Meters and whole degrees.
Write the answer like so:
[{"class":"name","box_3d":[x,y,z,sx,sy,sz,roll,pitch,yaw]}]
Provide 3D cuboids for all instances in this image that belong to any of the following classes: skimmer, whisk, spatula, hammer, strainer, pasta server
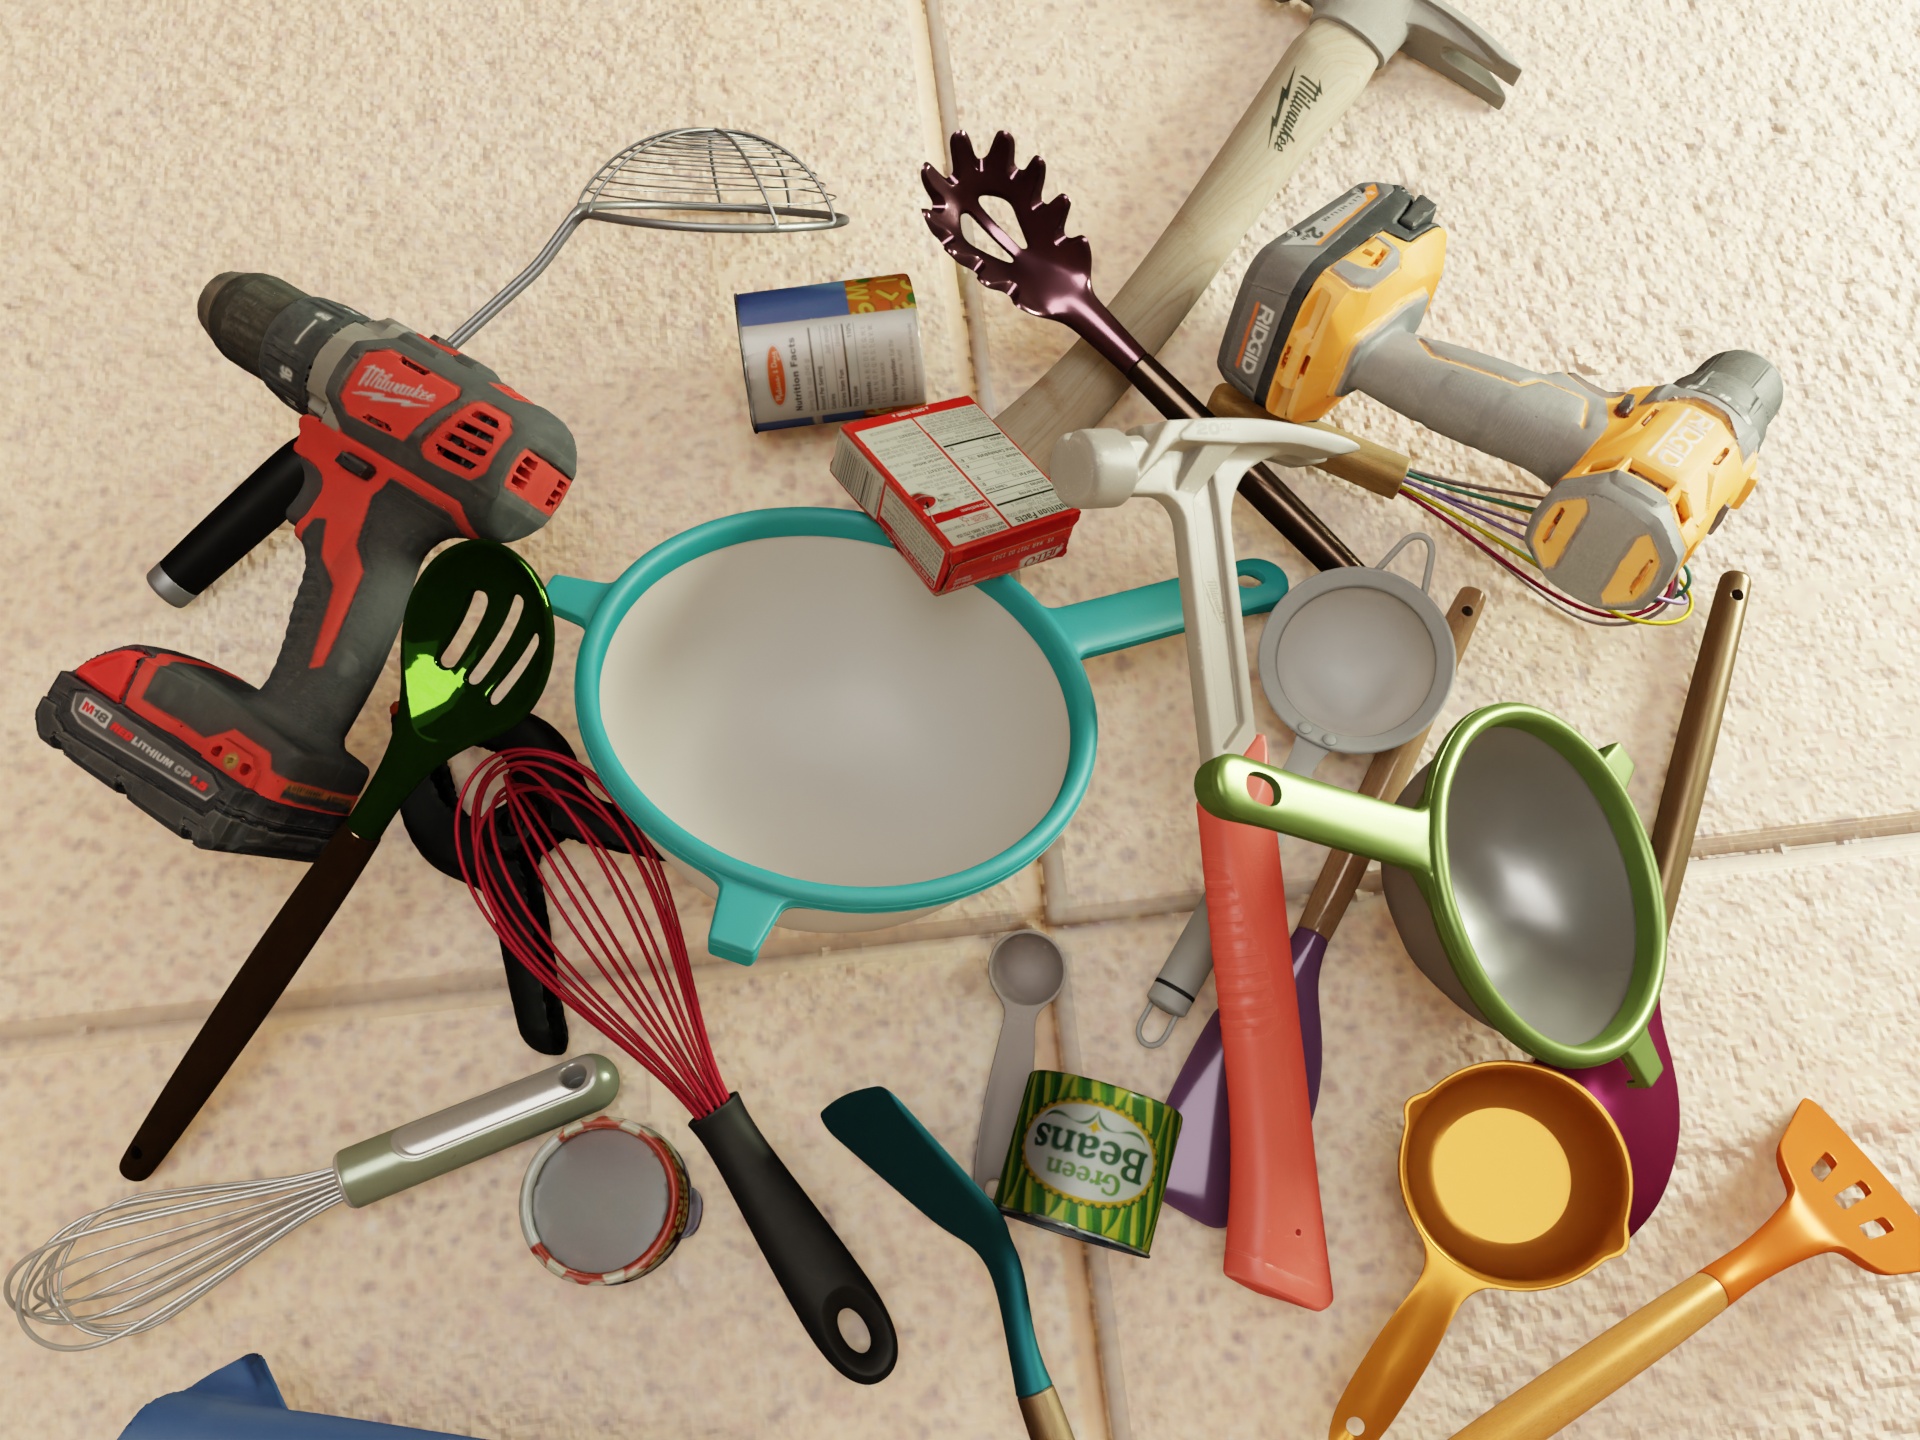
[{"class":"skimmer","box_3d":[-0.217,-0.159,0.758,0.363,0.127,0.090,-41,120,-2]},{"class":"whisk","box_3d":[-0.109,0.139,0.637,0.073,0.073,0.296,-32,90,-11]},{"class":"spatula","box_3d":[0.256,0.225,0.586,0.322,0.041,0.081,-18,58,-26]},{"class":"hammer","box_3d":[0.122,0.056,0.653,0.149,0.037,0.359,-6,88,-33]},{"class":"strainer","box_3d":[0.180,0.059,0.644,0.256,0.069,0.152,17,65,-29]},{"class":"spatula","box_3d":[0.028,0.290,0.616,0.044,0.082,0.318,-14,76,-29]},{"class":"whisk","box_3d":[0.230,-0.104,0.754,0.245,0.051,0.047,26,79,11]},{"class":"strainer","box_3d":[-0.001,-0.002,0.699,0.340,0.095,0.211,-16,56,-28]},{"class":"spatula","box_3d":[0.169,0.074,0.705,0.060,0.018,0.316,27,74,5]},{"class":"whisk","box_3d":[-0.258,0.189,0.647,0.246,0.059,0.058,-20,45,-12]},{"class":"pasta server","box_3d":[0.102,-0.148,0.738,0.316,0.040,0.060,45,89,0]},{"class":"strainer","box_3d":[0.144,0.031,0.709,0.087,0.050,0.258,29,79,15]},{"class":"hammer","box_3d":[0.120,-0.227,0.796,0.146,0.038,0.411,35,75,9]}]

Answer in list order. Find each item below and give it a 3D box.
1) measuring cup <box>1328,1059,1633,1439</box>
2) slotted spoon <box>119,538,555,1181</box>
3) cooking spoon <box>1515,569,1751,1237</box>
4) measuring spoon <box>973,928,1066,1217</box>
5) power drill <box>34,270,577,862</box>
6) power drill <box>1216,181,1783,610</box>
[{"class":"measuring cup","box_3d":[0.198,0.219,0.642,0.095,0.052,0.173,32,85,20]},{"class":"slotted spoon","box_3d":[-0.255,0.063,0.639,0.070,0.031,0.313,38,99,12]},{"class":"cooking spoon","box_3d":[0.311,0.073,0.707,0.069,0.017,0.319,20,73,5]},{"class":"measuring spoon","box_3d":[0.021,0.152,0.682,0.034,0.018,0.124,10,78,-4]},{"class":"power drill","box_3d":[-0.291,-0.073,0.680,0.188,0.080,0.227,30,88,15]},{"class":"power drill","box_3d":[0.257,-0.160,0.731,0.226,0.084,0.185,37,53,20]}]
